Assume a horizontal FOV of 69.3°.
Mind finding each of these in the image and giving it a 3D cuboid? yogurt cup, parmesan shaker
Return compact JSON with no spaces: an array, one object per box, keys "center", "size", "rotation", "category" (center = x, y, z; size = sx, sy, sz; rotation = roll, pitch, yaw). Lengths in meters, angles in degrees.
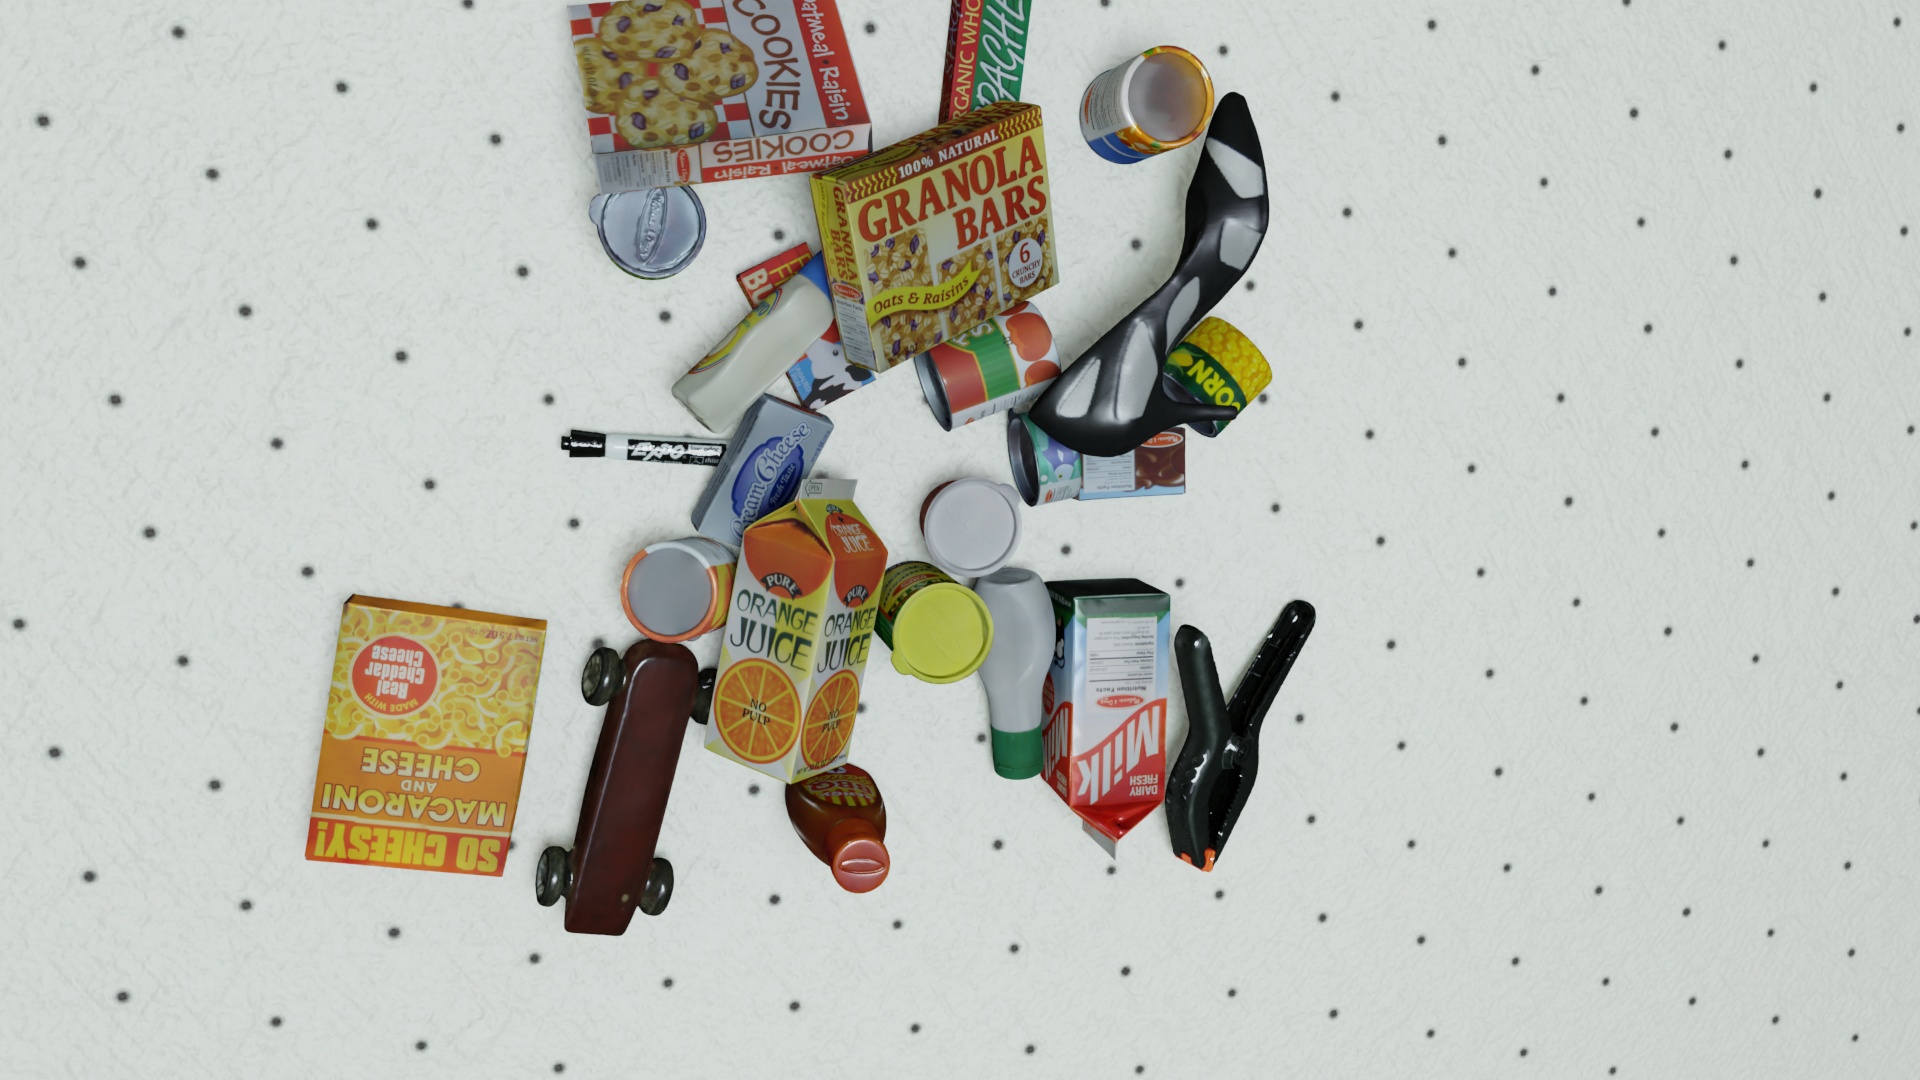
[{"center":[0.003,-0.012,0.958],"size":[0.072,0.054,0.072],"rotation":[-2,98,-13],"category":"yogurt cup"},{"center":[-0.025,0.054,0.934],"size":[0.071,0.103,0.071],"rotation":[-2,98,-14],"category":"parmesan shaker"}]

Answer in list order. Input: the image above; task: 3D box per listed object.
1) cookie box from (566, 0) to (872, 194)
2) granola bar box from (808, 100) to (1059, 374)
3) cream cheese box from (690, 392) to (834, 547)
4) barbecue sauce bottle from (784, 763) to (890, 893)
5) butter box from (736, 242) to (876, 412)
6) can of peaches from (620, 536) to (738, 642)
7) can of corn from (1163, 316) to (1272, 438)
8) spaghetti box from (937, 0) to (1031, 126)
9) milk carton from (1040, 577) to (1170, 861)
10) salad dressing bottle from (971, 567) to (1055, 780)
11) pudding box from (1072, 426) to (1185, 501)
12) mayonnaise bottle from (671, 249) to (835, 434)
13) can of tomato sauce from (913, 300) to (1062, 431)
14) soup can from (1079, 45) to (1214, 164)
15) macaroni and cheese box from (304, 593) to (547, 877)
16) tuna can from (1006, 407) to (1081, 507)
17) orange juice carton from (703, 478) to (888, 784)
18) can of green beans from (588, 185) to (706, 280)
[{"center":[-0.148,-0.281,0.860],"size":[0.168,0.040,0.123],"rotation":[-10,64,-12],"category":"cookie box"},{"center":[-0.012,-0.196,0.885],"size":[0.166,0.039,0.123],"rotation":[-32,128,-33],"category":"granola bar box"},{"center":[-0.132,-0.044,0.918],"size":[0.053,0.024,0.103],"rotation":[21,106,-31],"category":"cream cheese box"},{"center":[-0.077,0.188,0.916],"size":[0.065,0.148,0.043],"rotation":[5,98,-14],"category":"barbecue sauce bottle"},{"center":[-0.103,-0.142,0.929],"size":[0.053,0.024,0.103],"rotation":[-29,104,-9],"category":"butter box"},{"center":[-0.181,0.034,0.906],"size":[0.071,0.058,0.071],"rotation":[0,92,7],"category":"can of peaches"},{"center":[0.178,-0.115,0.978],"size":[0.058,0.071,0.071],"rotation":[-44,105,-5],"category":"can of corn"},{"center":[0.024,-0.382,0.925],"size":[0.050,0.029,0.249],"rotation":[5,96,-15],"category":"spaghetti box"},{"center":[0.101,0.126,0.993],"size":[0.073,0.072,0.190],"rotation":[-1,97,-14],"category":"milk carton"},{"center":[0.037,0.095,0.982],"size":[0.044,0.064,0.147],"rotation":[-26,117,-54],"category":"salad dressing bottle"},{"center":[0.118,-0.055,0.993],"size":[0.084,0.030,0.049],"rotation":[-4,98,-13],"category":"pudding box"},{"center":[-0.117,-0.132,0.882],"size":[0.148,0.065,0.041],"rotation":[-46,114,-8],"category":"mayonnaise bottle"},{"center":[0.017,-0.120,0.940],"size":[0.083,0.071,0.071],"rotation":[-21,102,-11],"category":"can of tomato sauce"},{"center":[0.127,-0.291,0.935],"size":[0.071,0.084,0.071],"rotation":[-2,98,-14],"category":"soup can"},{"center":[-0.343,0.127,0.898],"size":[0.124,0.040,0.166],"rotation":[10,95,-15],"category":"macaroni and cheese box"},{"center":[0.057,-0.061,0.959],"size":[0.033,0.071,0.071],"rotation":[-12,101,-13],"category":"tuna can"},{"center":[-0.103,0.052,0.912],"size":[0.073,0.072,0.192],"rotation":[16,99,25],"category":"orange juice carton"},{"center":[-0.196,-0.199,0.880],"size":[0.071,0.058,0.071],"rotation":[-2,98,-14],"category":"can of green beans"}]
